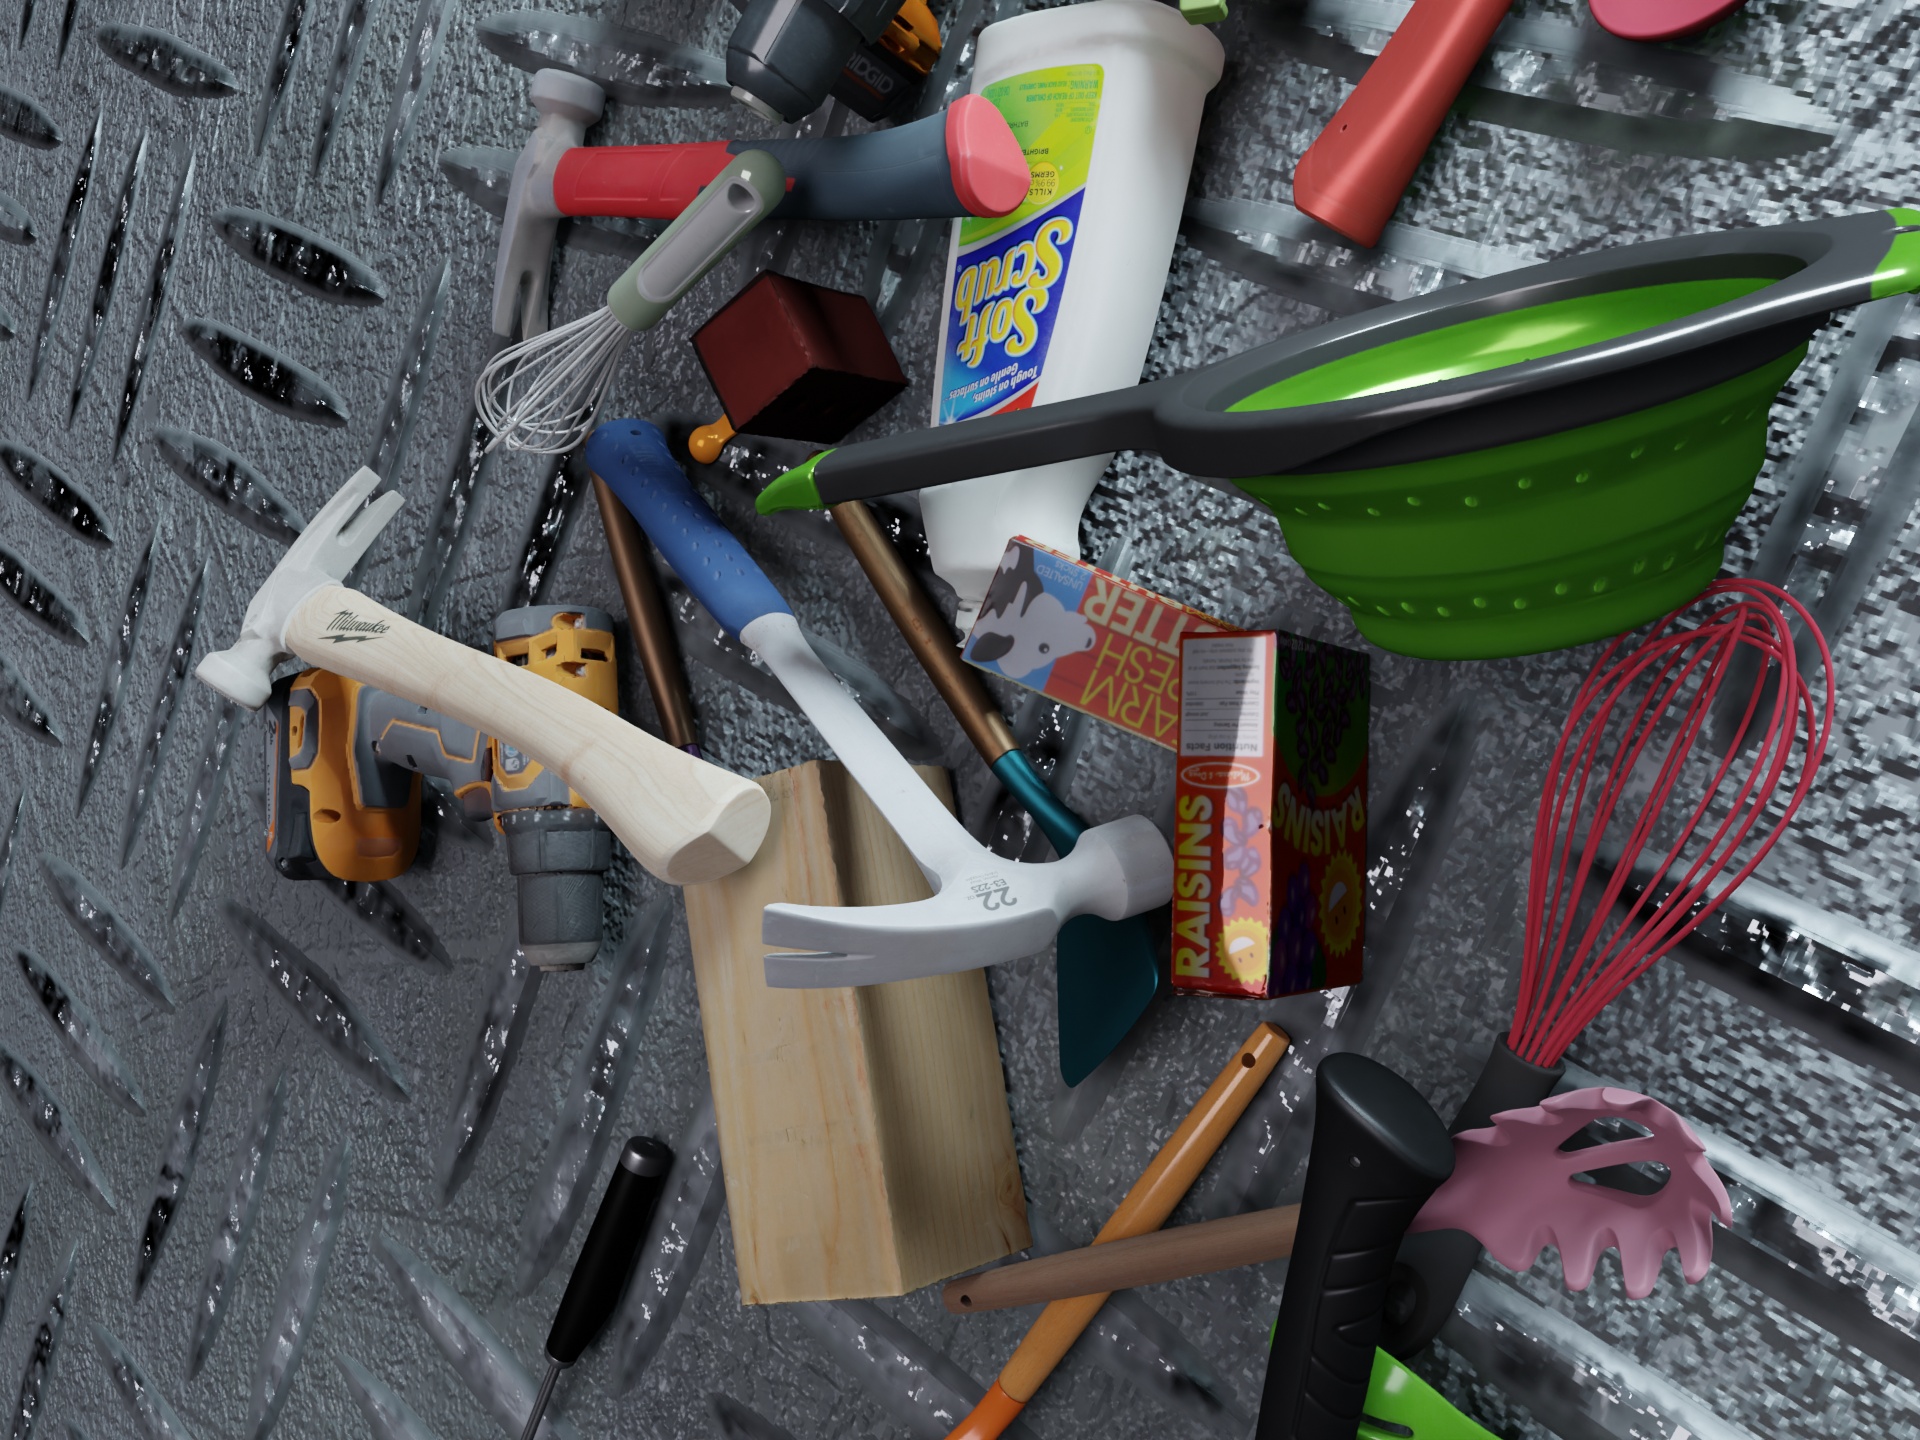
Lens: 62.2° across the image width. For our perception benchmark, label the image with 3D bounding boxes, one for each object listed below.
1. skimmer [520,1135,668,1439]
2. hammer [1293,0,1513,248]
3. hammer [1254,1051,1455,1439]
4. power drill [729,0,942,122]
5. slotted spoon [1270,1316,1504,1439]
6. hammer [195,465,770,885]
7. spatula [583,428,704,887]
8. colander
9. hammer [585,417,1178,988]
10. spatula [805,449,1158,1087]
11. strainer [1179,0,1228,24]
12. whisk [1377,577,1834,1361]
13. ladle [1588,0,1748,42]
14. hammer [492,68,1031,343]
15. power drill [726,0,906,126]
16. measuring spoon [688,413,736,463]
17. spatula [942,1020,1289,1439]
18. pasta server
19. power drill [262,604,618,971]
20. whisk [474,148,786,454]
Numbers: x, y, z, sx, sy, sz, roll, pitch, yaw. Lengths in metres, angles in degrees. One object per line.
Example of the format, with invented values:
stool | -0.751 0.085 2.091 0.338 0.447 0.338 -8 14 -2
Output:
skimmer | -0.250 0.365 0.801 0.363 0.090 0.127 -67 24 10
hammer | 0.222 -0.323 0.515 0.359 0.036 0.149 -61 33 21
hammer | 0.104 0.262 0.531 0.146 0.035 0.334 19 114 34
power drill | -0.018 -0.401 0.698 0.226 0.084 0.164 -47 60 20
slotted spoon | 0.236 0.253 0.484 0.314 0.031 0.070 9 127 33
hammer | -0.226 -0.023 0.754 0.411 0.038 0.146 21 72 40
spatula | -0.143 -0.010 0.795 0.060 0.018 0.316 -29 70 28
colander | 0.100 -0.073 0.533 0.397 0.204 0.094 -5 111 33
hammer | -0.082 -0.032 0.665 0.406 0.144 0.035 48 143 45
spatula | -0.001 -0.002 0.674 0.318 0.044 0.082 58 141 26
strainer | 0.148 -0.371 0.587 0.256 0.069 0.152 -39 65 14
whisk | 0.194 0.092 0.518 0.073 0.073 0.295 32 112 34
ladle | 0.274 -0.369 0.510 0.069 0.031 0.315 21 97 46
hammer | -0.113 -0.235 0.737 0.387 0.038 0.143 21 100 47
power drill | -0.083 -0.356 0.638 0.229 0.080 0.190 38 100 31
measuring spoon | -0.095 -0.164 0.775 0.117 0.011 0.021 -35 67 29
spatula | 0.039 0.249 0.641 0.081 0.041 0.322 41 106 31
pasta server | 0.105 0.179 0.545 0.316 0.040 0.060 -27 84 37
power drill | -0.273 0.044 0.852 0.226 0.084 0.185 -8 82 31
whisk | -0.156 -0.185 0.728 0.246 0.057 0.059 -27 28 44
